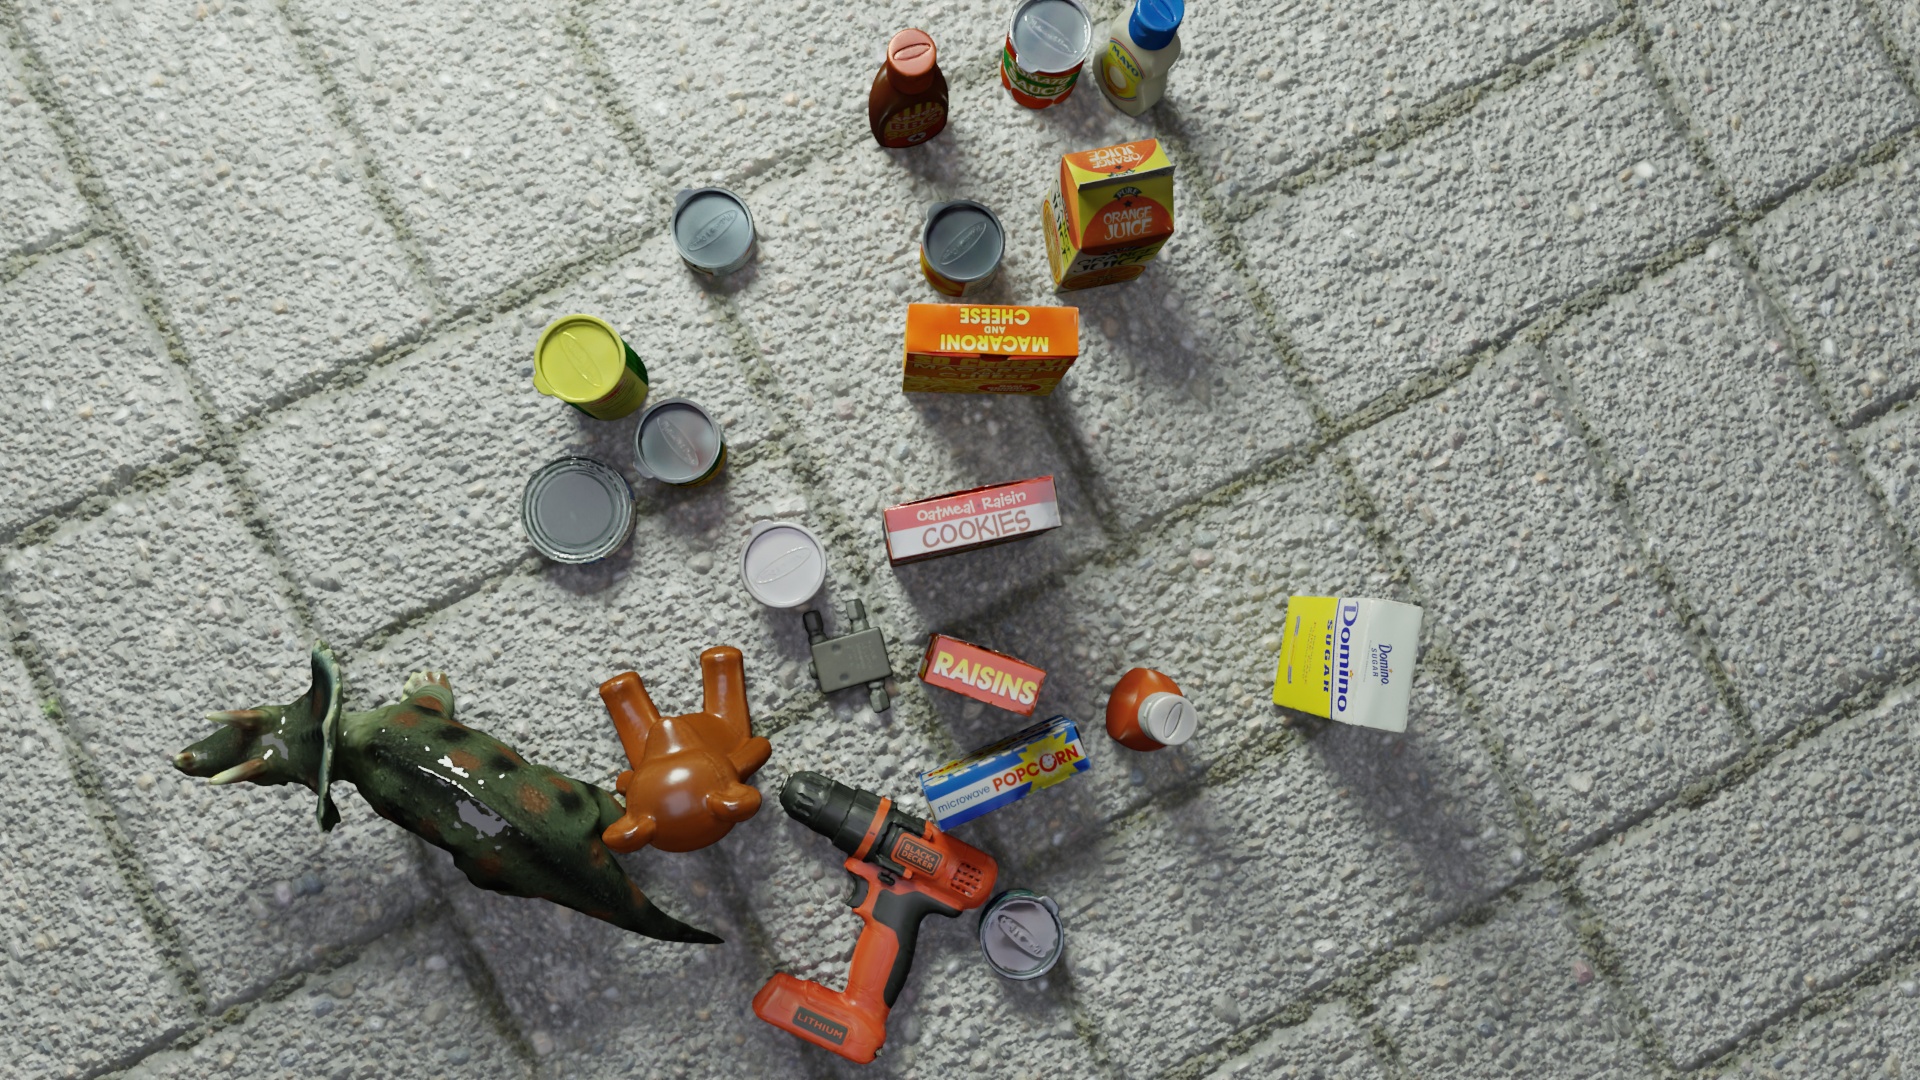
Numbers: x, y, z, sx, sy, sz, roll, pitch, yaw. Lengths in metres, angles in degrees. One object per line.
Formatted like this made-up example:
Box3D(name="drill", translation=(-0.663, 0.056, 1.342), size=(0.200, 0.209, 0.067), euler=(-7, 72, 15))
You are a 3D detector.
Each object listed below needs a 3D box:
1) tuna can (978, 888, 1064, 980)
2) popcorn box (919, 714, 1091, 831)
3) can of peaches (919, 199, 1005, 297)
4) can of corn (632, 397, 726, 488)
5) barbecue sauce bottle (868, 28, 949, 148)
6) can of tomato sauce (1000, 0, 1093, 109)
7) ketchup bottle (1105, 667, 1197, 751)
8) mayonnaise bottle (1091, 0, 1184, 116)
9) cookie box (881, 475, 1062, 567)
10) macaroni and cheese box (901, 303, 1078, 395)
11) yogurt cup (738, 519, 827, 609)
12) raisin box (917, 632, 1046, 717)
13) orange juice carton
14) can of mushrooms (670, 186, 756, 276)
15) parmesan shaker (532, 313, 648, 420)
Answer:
Box3D(name="tuna can", translation=(0.049, 0.308, 1.096), size=(0.071, 0.033, 0.071), euler=(0, 87, -3))
Box3D(name="popcorn box", translation=(0.033, 0.179, 1.077), size=(0.127, 0.085, 0.038), euler=(-22, 89, -4))
Box3D(name="can of peaches", translation=(-0.001, -0.235, 1.114), size=(0.071, 0.058, 0.071), euler=(0, 87, -3))
Box3D(name="can of corn", translation=(-0.221, -0.073, 1.091), size=(0.071, 0.058, 0.071), euler=(0, 87, -3))
Box3D(name="barbecue sauce bottle", translation=(-0.039, -0.349, 1.074), size=(0.065, 0.148, 0.043), euler=(-18, 88, -4))
Box3D(name="can of tomato sauce", translation=(0.067, -0.391, 1.116), size=(0.071, 0.083, 0.071), euler=(0, 87, -3))
Box3D(name="ketchup bottle", translation=(0.145, 0.131, 1.055), size=(0.043, 0.148, 0.065), euler=(23, 86, -2))
Box3D(name="mayonnaise bottle", translation=(0.142, -0.386, 1.087), size=(0.041, 0.148, 0.065), euler=(-41, 90, -4))
Box3D(name="cookie box", translation=(0.004, -0.013, 1.046), size=(0.123, 0.167, 0.040), euler=(-12, 88, -4))
Box3D(name="macaroni and cheese box", translation=(0.019, -0.142, 1.055), size=(0.124, 0.166, 0.040), euler=(1, 87, -3))
Box3D(name="yogurt cup", translation=(-0.138, 0.020, 1.092), size=(0.072, 0.054, 0.072), euler=(0, 87, -3))
Box3D(name="raisin box", translation=(0.014, 0.101, 1.062), size=(0.086, 0.123, 0.040), euler=(19, 86, -2))
Box3D(name="orange juice carton", translation=(0.111, -0.248, 1.055), size=(0.072, 0.192, 0.073), euler=(-11, 88, -4))
Box3D(name="can of mushrooms", translation=(-0.199, -0.249, 1.115), size=(0.071, 0.033, 0.071), euler=(0, 87, -3))
Box3D(name="parmesan shaker", translation=(-0.284, -0.130, 1.068), size=(0.071, 0.103, 0.071), euler=(0, 87, -3))
